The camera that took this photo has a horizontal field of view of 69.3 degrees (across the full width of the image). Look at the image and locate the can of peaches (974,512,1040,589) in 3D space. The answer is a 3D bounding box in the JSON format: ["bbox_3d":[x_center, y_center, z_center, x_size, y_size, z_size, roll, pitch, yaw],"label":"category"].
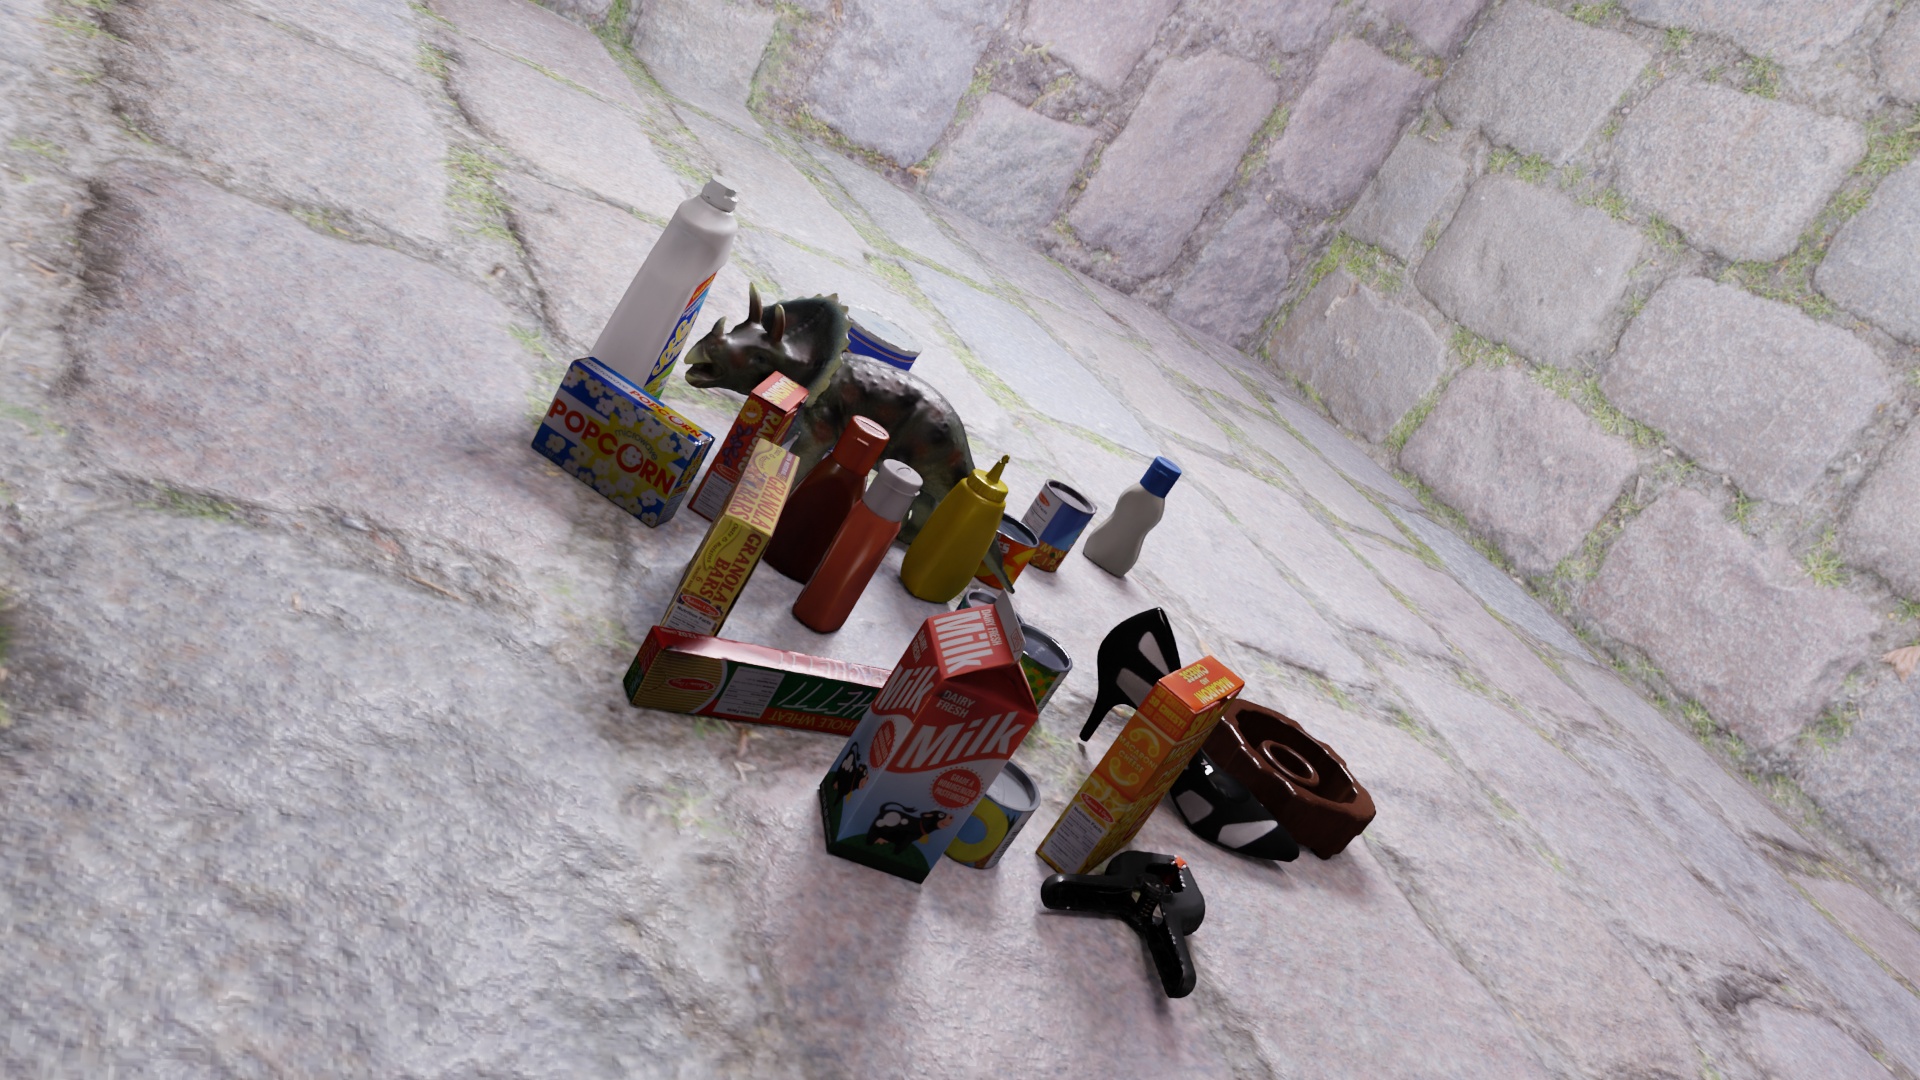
[{"bbox_3d":[0.038,0.009,1.434,0.071,0.058,0.071,28,20,-11],"label":"can of peaches"}]

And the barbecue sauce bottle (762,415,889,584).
[{"bbox_3d":[-0.112,-0.036,1.183,0.065,0.148,0.044,30,19,-5],"label":"barbecue sauce bottle"}]

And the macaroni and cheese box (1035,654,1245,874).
[{"bbox_3d":[0.138,0.170,1.042,0.040,0.166,0.124,39,20,19],"label":"macaroni and cheese box"}]

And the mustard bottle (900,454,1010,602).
[{"bbox_3d":[0.005,-0.016,1.293,0.065,0.159,0.049,13,27,-43],"label":"mustard bottle"}]

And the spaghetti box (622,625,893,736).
[{"bbox_3d":[-0.116,0.107,0.985,0.250,0.050,0.029,15,25,-39],"label":"spaghetti box"}]

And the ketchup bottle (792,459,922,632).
[{"bbox_3d":[-0.082,0.004,1.133,0.043,0.148,0.065,35,19,6],"label":"ketchup bottle"}]

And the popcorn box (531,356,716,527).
[{"bbox_3d":[-0.277,-0.081,1.138,0.127,0.085,0.038,33,19,3],"label":"popcorn box"}]

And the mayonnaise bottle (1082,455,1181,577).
[{"bbox_3d":[0.208,-0.031,1.649,0.065,0.147,0.041,34,19,6],"label":"mayonnaise bottle"}]

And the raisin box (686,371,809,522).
[{"bbox_3d":[-0.185,-0.081,1.218,0.040,0.123,0.086,31,19,-3],"label":"raisin box"}]

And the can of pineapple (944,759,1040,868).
[{"bbox_3d":[0.012,0.186,0.976,0.071,0.057,0.071,28,20,-11],"label":"can of pineapple"}]

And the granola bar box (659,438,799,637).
[{"bbox_3d":[-0.171,0.007,1.028,0.039,0.123,0.166,29,20,-11],"label":"granola bar box"}]

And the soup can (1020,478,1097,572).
[{"bbox_3d":[0.104,-0.016,1.553,0.071,0.083,0.071,28,20,-11],"label":"soup can"}]

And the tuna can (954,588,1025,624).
[{"bbox_3d":[0.024,0.077,1.291,0.071,0.032,0.071,28,20,-11],"label":"tuna can"}]

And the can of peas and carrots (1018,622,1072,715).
[{"bbox_3d":[0.053,0.113,1.210,0.071,0.058,0.071,28,20,-11],"label":"can of peas and carrots"}]

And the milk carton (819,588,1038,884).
[{"bbox_3d":[-0.013,0.122,0.895,0.073,0.190,0.072,24,21,-22],"label":"milk carton"}]
